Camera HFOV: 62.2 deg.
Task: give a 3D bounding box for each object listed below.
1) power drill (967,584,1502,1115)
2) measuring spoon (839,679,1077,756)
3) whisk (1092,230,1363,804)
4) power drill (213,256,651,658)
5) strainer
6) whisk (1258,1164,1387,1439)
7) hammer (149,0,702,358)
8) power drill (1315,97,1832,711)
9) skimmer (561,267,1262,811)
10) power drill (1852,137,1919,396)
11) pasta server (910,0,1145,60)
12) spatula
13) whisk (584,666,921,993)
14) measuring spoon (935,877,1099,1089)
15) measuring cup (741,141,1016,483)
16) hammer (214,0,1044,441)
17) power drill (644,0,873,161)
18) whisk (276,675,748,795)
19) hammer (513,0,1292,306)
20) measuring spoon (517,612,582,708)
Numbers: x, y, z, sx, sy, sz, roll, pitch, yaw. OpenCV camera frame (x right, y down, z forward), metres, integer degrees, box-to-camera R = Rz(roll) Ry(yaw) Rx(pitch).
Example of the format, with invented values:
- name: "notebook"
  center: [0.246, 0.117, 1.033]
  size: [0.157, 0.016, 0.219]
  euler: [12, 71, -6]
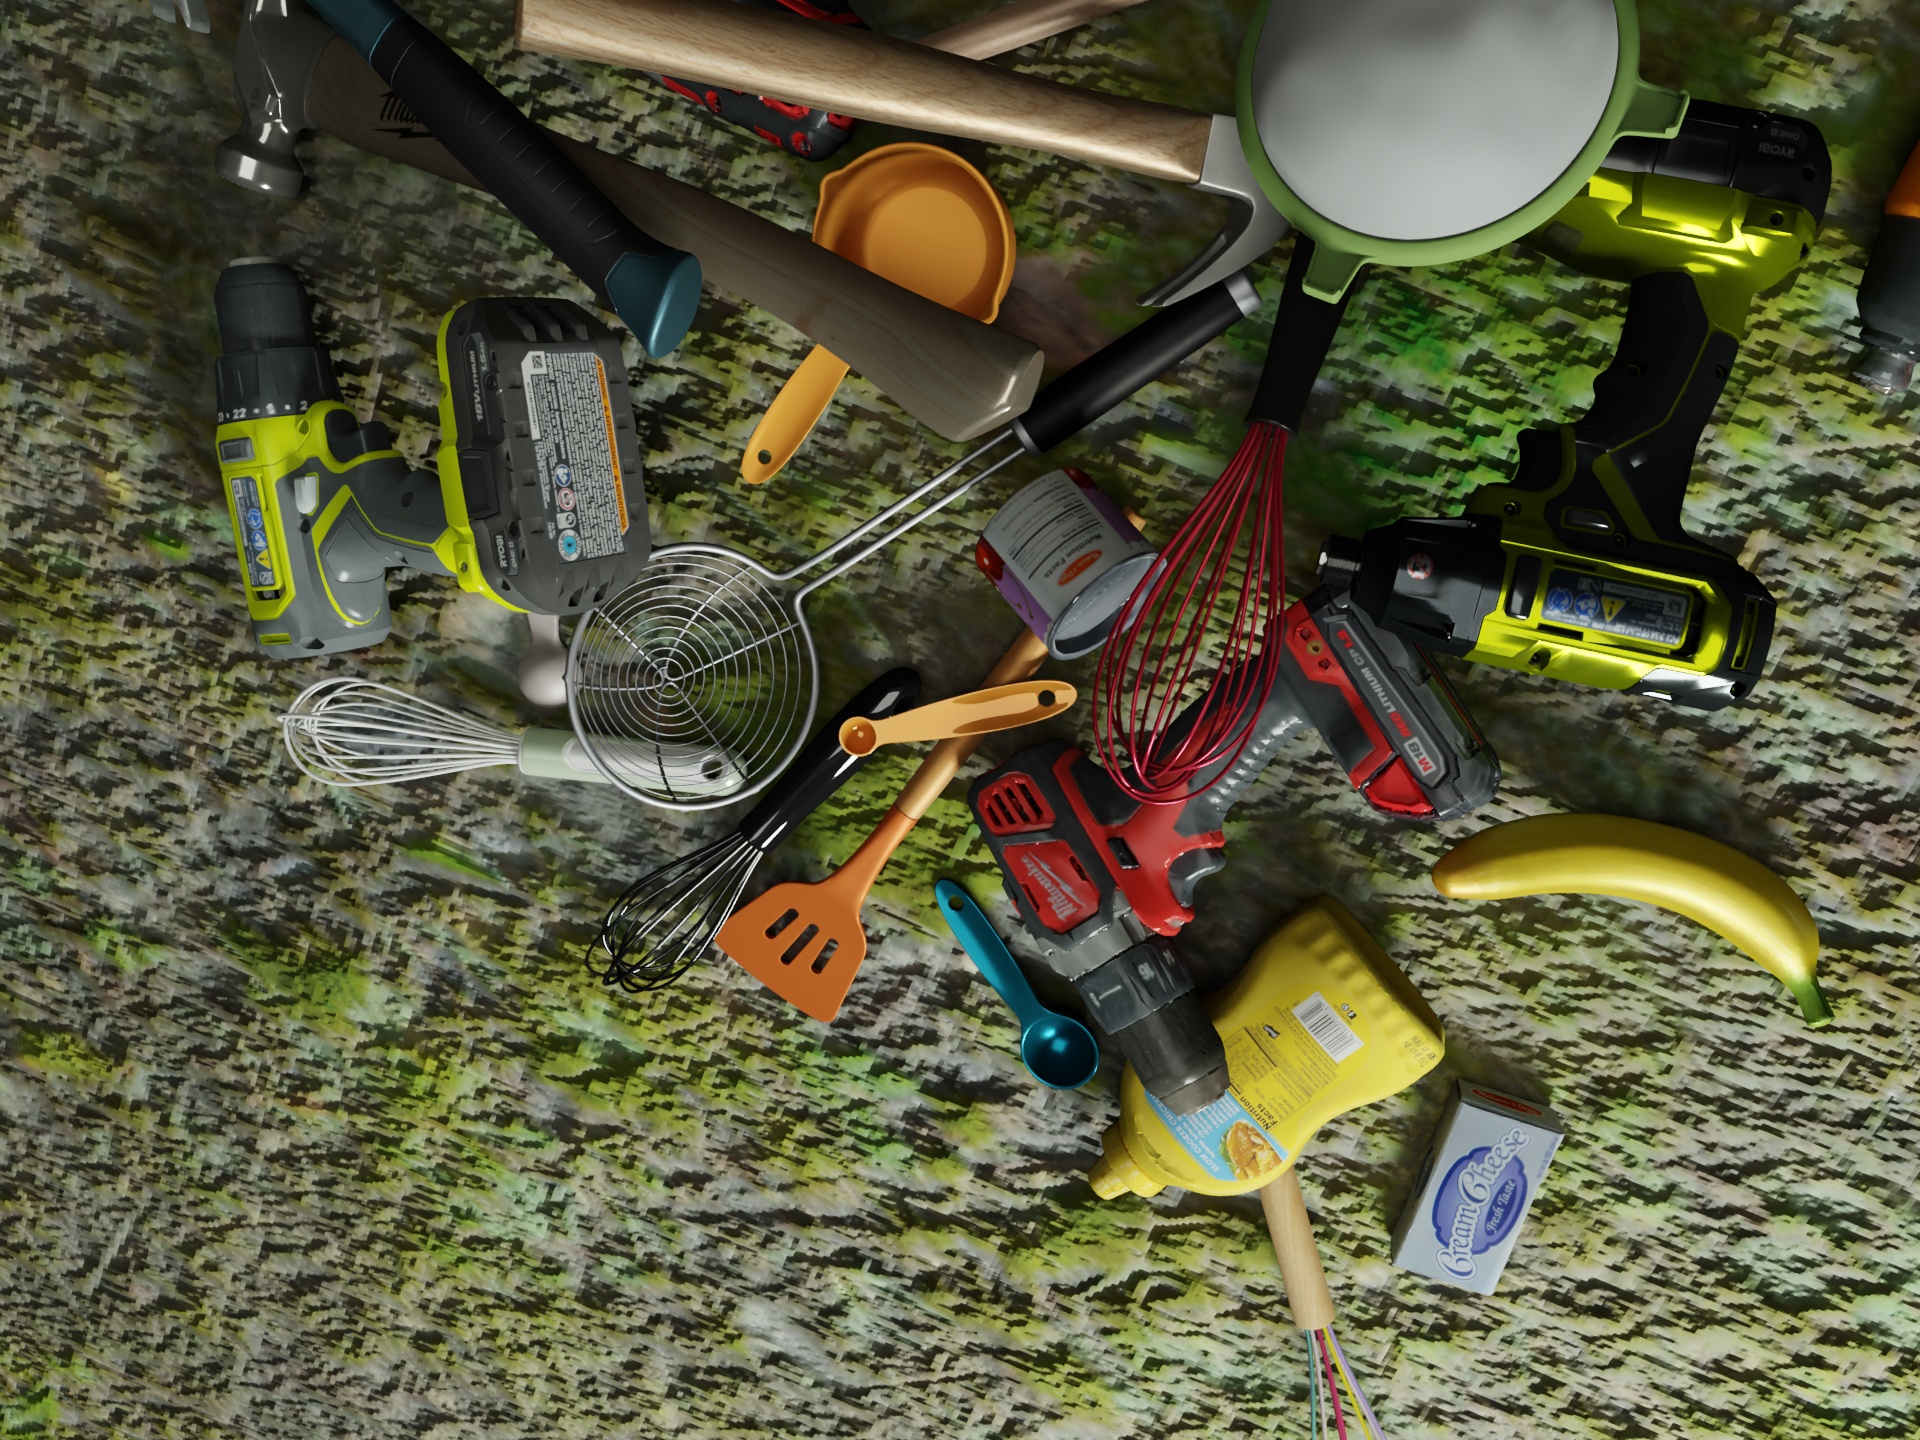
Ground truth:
- name: "power drill"
  center: [0.132, 0.058, 0.730]
  size: [0.226, 0.080, 0.188]
  euler: [-33, 79, 19]
- name: "measuring spoon"
  center: [-0.001, -0.002, 0.765]
  size: [0.117, 0.011, 0.021]
  euler: [-11, 97, 6]
- name: "whisk"
  center: [0.124, -0.105, 0.672]
  size: [0.073, 0.073, 0.296]
  euler: [19, 83, 4]
- name: "power drill"
  center: [-0.261, -0.128, 0.736]
  size: [0.228, 0.080, 0.190]
  euler: [0, 102, 33]
- name: "strainer"
  center: [0.154, -0.301, 0.598]
  size: [0.151, 0.069, 0.256]
  euler: [-23, 82, 17]
- name: "whisk"
  center: [0.190, 0.336, 0.844]
  size: [0.051, 0.047, 0.245]
  euler: [-16, 99, 2]
- name: "hammer"
  center: [-0.232, -0.281, 0.680]
  size: [0.331, 0.033, 0.128]
  euler: [44, 109, 6]
- name: "power drill"
  center: [0.247, -0.129, 0.640]
  size: [0.171, 0.080, 0.223]
  euler: [13, 89, 6]
- name: "skimmer"
  center: [-0.020, -0.088, 0.726]
  size: [0.363, 0.090, 0.127]
  euler: [-32, 112, 16]
- name: "power drill"
  center: [0.480, -0.176, 0.624]
  size: [0.226, 0.084, 0.164]
  euler: [24, 109, 6]
- name: "pasta server"
  center: [0.086, -0.317, 0.678]
  size: [0.316, 0.040, 0.060]
  euler: [-13, 104, 17]
- name: "spatula"
  center: [-0.012, 0.024, 0.796]
  size: [0.081, 0.041, 0.322]
  euler: [37, 104, -2]
- name: "whisk"
  center: [-0.106, 0.057, 0.809]
  size: [0.055, 0.055, 0.239]
  euler: [44, 104, -5]
- name: "measuring spoon"
  center: [0.029, 0.133, 0.826]
  size: [0.042, 0.021, 0.128]
  euler: [-36, 88, 24]
- name: "measuring cup"
  center: [-0.043, -0.180, 0.726]
  size: [0.095, 0.052, 0.173]
  euler: [38, 110, -3]
- name: "hammer"
  center: [-0.147, -0.237, 0.697]
  size: [0.411, 0.038, 0.146]
  euler: [27, 108, 12]
- name: "power drill"
  center: [-0.072, -0.363, 0.658]
  size: [0.143, 0.078, 0.219]
  euler: [28, 108, 3]
- name: "whisk"
  center: [-0.231, 0.014, 0.818]
  size: [0.246, 0.059, 0.058]
  euler: [6, 80, 4]
- name: "hammer"
  center: [-0.009, -0.251, 0.642]
  size: [0.331, 0.031, 0.130]
  euler: [6, 103, -16]
- name: "measuring spoon"
  center: [-0.216, -0.065, 0.805]
  size: [0.034, 0.018, 0.124]
  euler: [-2, 105, 10]
